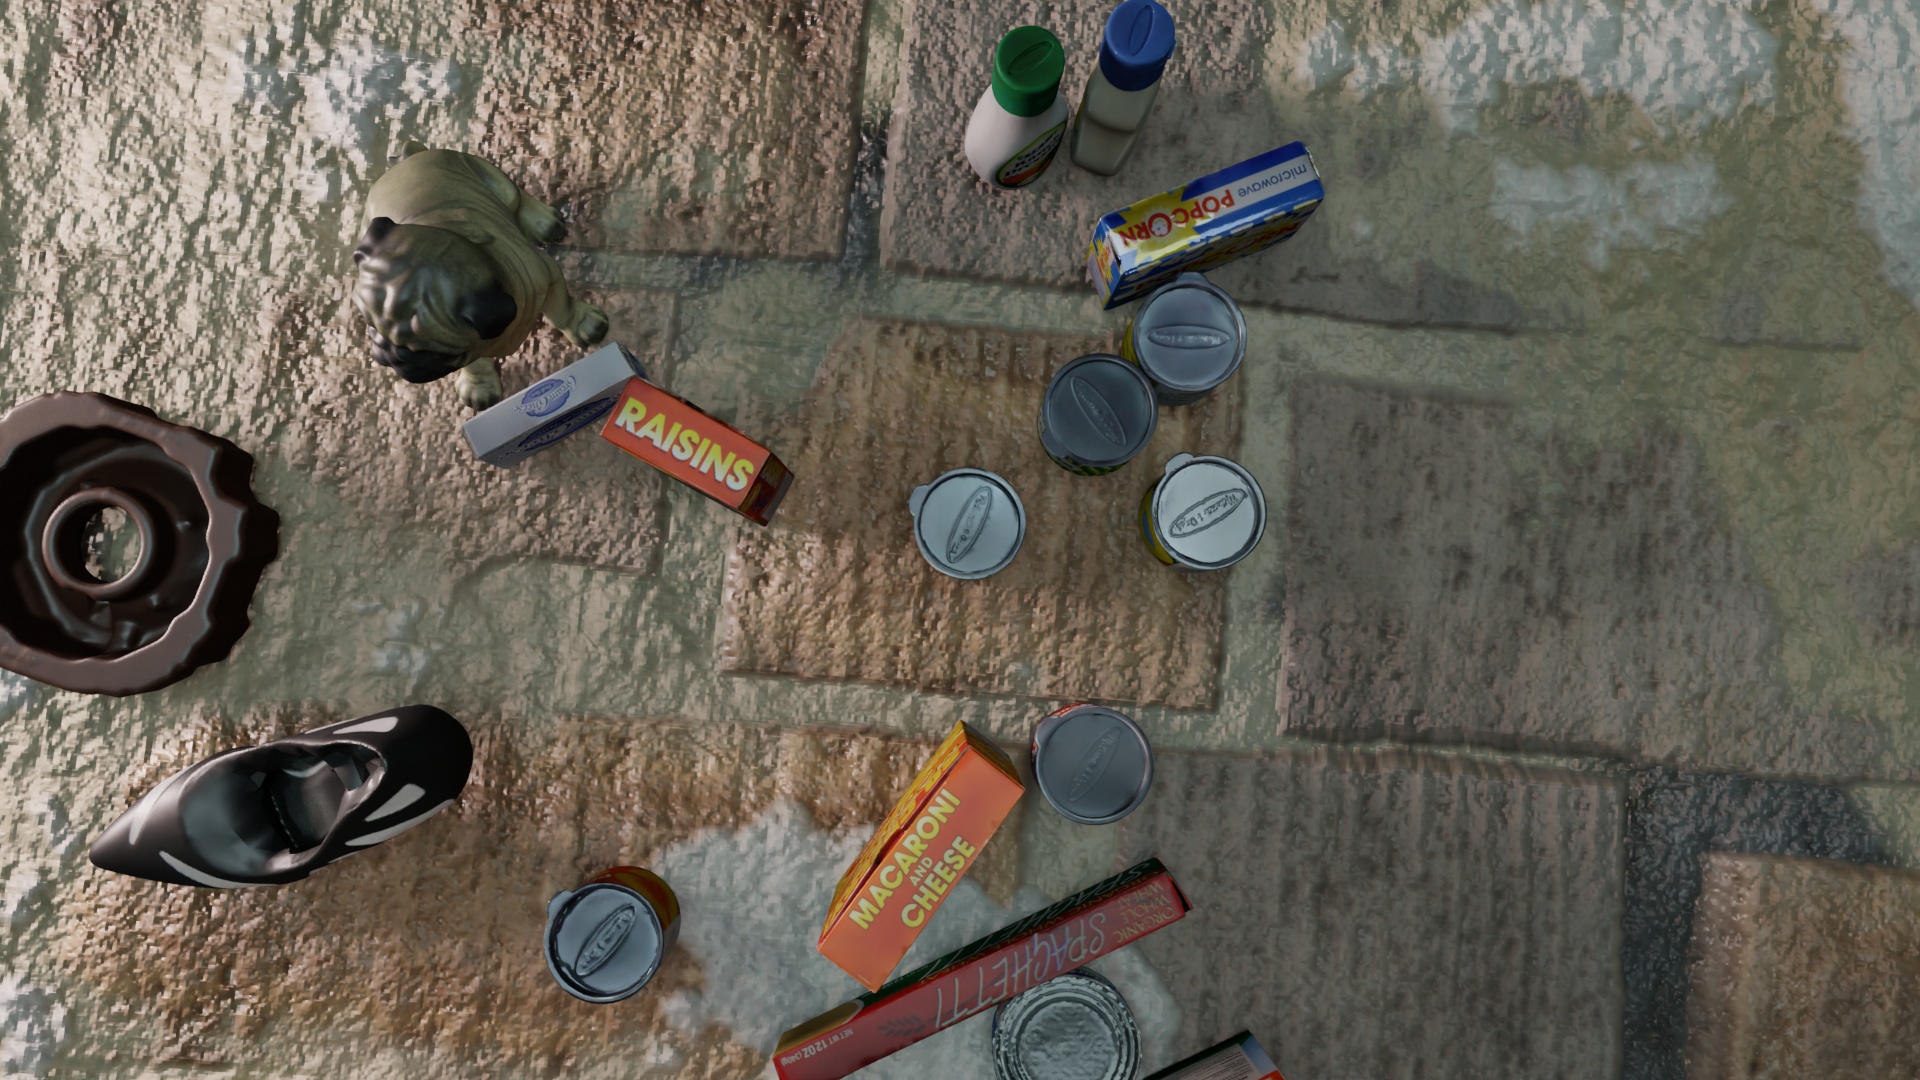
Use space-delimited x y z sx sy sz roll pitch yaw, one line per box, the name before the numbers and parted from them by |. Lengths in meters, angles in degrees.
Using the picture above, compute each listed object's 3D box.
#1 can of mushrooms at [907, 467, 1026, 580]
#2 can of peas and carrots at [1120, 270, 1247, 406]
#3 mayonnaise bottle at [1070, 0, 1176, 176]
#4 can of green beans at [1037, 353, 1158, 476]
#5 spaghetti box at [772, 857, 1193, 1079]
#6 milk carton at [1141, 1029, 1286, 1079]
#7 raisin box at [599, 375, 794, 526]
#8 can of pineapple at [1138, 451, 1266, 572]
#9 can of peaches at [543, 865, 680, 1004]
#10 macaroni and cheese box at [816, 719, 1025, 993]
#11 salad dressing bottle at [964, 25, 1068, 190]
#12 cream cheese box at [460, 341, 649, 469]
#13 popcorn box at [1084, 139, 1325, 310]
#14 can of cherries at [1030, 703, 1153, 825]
can of mushrooms | 0.003 -0.010 0.826 0.071 0.033 0.071 0 86 -1
can of peas and carrots | 0.131 -0.118 0.823 0.071 0.058 0.071 0 86 -1
mayonnaise bottle | 0.092 -0.259 0.788 0.041 0.148 0.065 19 86 0
can of green beans | 0.079 -0.073 0.820 0.071 0.058 0.071 0 86 -1
spaghetti box | 0.012 0.250 0.798 0.250 0.050 0.028 -25 87 -3
milk carton | 0.154 0.330 0.725 0.073 0.190 0.072 -24 87 -2
raisin box | -0.143 -0.047 0.781 0.086 0.123 0.040 29 86 1
can of pineapple | 0.141 -0.016 0.817 0.071 0.058 0.071 0 86 -1
can of peaches | -0.199 0.221 0.793 0.071 0.058 0.071 0 86 -1
macaroni and cheese box | -0.021 0.161 0.746 0.040 0.166 0.124 37 86 1
salad dressing bottle | 0.034 -0.243 0.786 0.064 0.147 0.044 -36 88 -3
cream cheese box | -0.235 -0.079 0.816 0.104 0.053 0.024 -29 87 -3
popcorn box | 0.141 -0.183 0.815 0.127 0.085 0.038 -22 87 -2
can of cherries | 0.073 0.126 0.804 0.071 0.058 0.071 0 86 -1
